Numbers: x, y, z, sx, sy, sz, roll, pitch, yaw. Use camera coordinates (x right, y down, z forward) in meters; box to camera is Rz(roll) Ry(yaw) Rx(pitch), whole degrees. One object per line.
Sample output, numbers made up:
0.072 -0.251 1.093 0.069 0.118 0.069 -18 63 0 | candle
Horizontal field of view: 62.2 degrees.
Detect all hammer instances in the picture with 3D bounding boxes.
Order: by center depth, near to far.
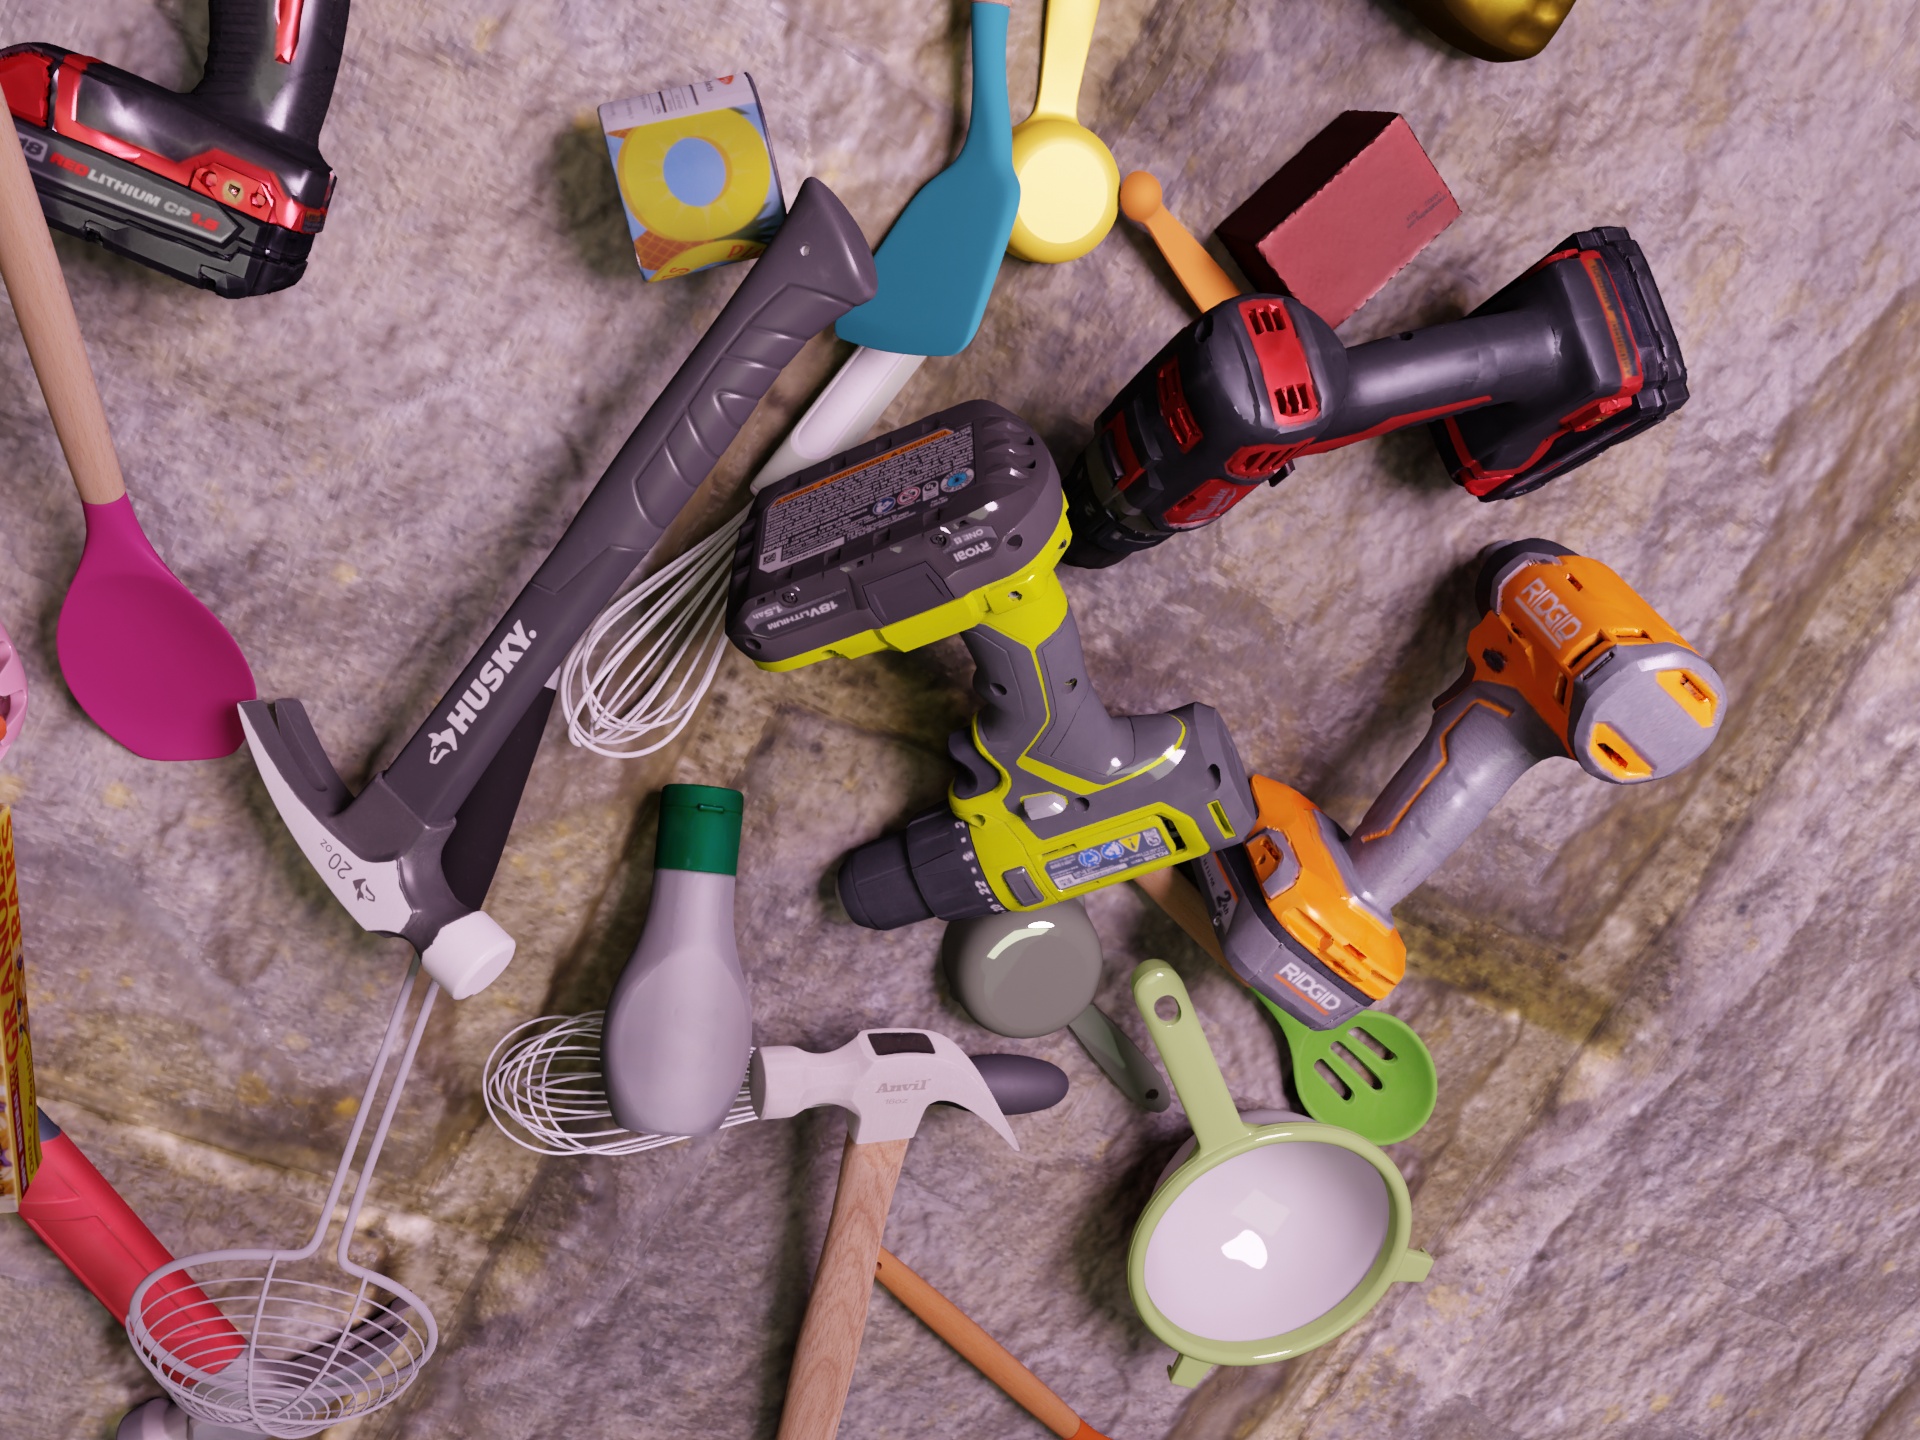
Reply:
-0.147 -0.061 0.605 0.146 0.035 0.334 42 104 10 | hammer
-0.398 0.172 0.687 0.143 0.038 0.386 -28 114 -3 | hammer
-0.057 0.284 0.783 0.130 0.031 0.331 0 121 -22 | hammer

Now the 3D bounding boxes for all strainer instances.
0.132 0.212 0.809 0.151 0.069 0.256 -25 113 0 | strainer

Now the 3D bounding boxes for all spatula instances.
0.008 -0.298 0.595 0.044 0.082 0.317 -6 110 -41 | spatula
0.048 0.380 0.870 0.081 0.041 0.322 -40 113 5 | spatula

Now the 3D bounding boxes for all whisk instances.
-0.083 -0.084 0.659 0.058 0.059 0.246 40 94 11 | whisk
-0.079 0.171 0.756 0.284 0.070 0.070 5 110 -20 | whisk

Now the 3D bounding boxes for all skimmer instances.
-0.249 0.142 0.693 0.127 0.090 0.363 20 88 -20 | skimmer

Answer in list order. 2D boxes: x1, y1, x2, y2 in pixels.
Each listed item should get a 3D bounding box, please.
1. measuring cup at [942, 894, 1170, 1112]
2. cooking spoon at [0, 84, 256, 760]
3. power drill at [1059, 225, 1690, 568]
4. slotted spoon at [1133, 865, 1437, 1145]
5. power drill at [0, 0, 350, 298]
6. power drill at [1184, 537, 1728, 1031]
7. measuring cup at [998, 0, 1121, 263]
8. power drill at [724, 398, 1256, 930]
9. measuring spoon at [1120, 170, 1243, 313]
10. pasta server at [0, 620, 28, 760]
0.059 0.149 0.783 0.083 0.038 0.167 -40 112 4 | measuring cup
-0.307 -0.101 0.558 0.068 0.017 0.318 -2 133 -10 | cooking spoon
0.152 -0.119 0.650 0.226 0.188 0.080 -14 82 -21 | power drill
0.134 0.110 0.794 0.070 0.031 0.313 -44 112 5 | slotted spoon
-0.255 -0.267 0.533 0.143 0.079 0.219 21 102 -20 | power drill
0.210 0.016 0.719 0.084 0.164 0.226 37 111 -23 | power drill
0.044 -0.259 0.628 0.062 0.029 0.156 3 112 -14 | measuring cup
-0.001 -0.002 0.661 0.190 0.080 0.228 -20 130 16 | power drill
0.105 -0.186 0.668 0.116 0.011 0.021 40 77 -35 | measuring spoon
-0.402 -0.129 0.571 0.060 0.040 0.316 -4 111 8 | pasta server
